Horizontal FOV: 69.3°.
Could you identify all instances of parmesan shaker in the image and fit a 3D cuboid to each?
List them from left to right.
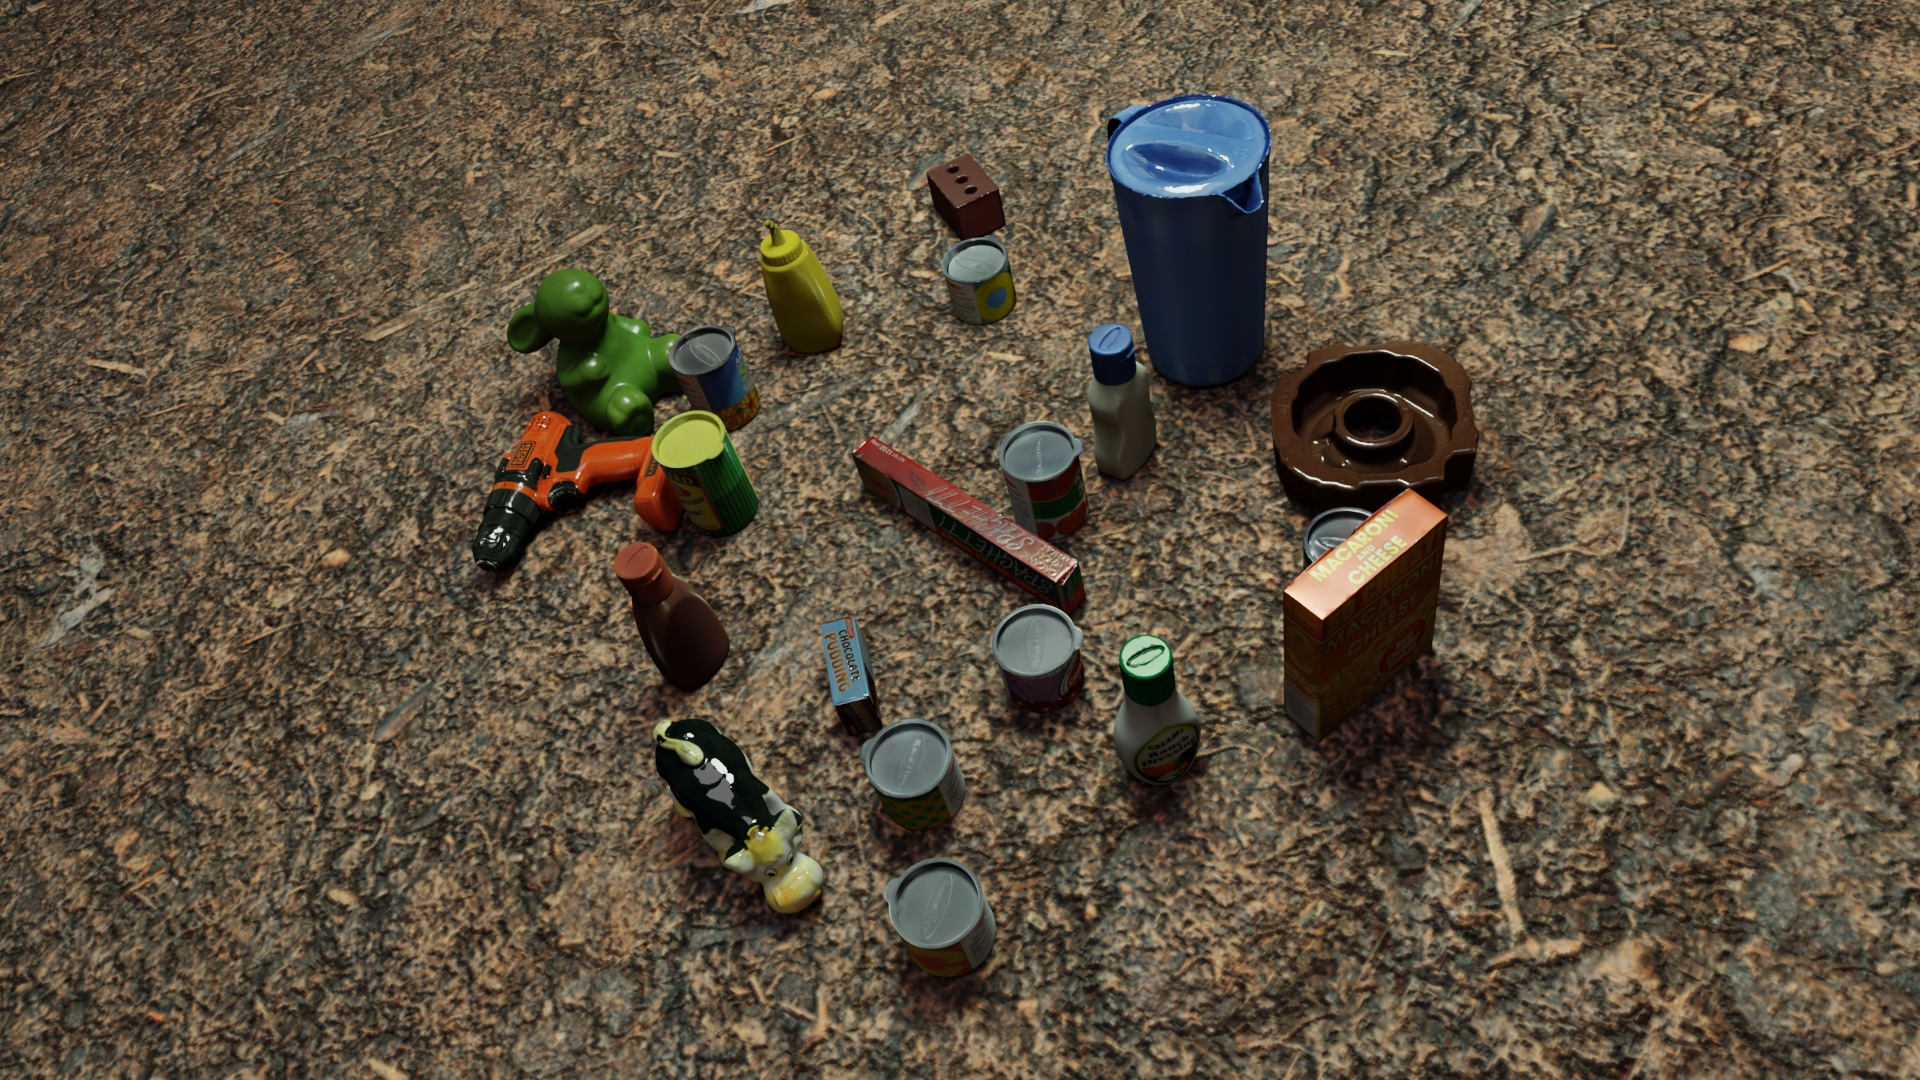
[{"bbox_3d":[-0.226,-0.057,1.248,0.071,0.102,0.072,-7,52,9],"label":"parmesan shaker"}]

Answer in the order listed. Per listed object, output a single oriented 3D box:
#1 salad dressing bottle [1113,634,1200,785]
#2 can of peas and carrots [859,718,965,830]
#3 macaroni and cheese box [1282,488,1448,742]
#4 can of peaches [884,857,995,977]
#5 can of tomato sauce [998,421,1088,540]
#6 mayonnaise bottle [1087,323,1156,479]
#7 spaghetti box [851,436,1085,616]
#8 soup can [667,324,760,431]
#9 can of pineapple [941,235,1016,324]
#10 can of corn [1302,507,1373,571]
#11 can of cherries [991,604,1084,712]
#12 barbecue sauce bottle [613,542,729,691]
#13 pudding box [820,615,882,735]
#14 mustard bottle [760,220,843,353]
[{"bbox_3d":[0.138,0.121,0.991,0.064,0.147,0.044,-25,51,-6],"label":"salad dressing bottle"},{"bbox_3d":[-0.036,0.177,1.047,0.071,0.058,0.071,-7,51,9],"label":"can of peas and carrots"},{"bbox_3d":[0.286,0.056,0.993,0.124,0.165,0.040,-37,53,-15],"label":"macaroni and cheese box"},{"bbox_3d":[-0.014,0.264,0.973,0.071,0.057,0.071,-7,51,9],"label":"can of peaches"},{"bbox_3d":[0.074,-0.050,1.183,0.071,0.082,0.071,-7,51,9],"label":"can of tomato sauce"},{"bbox_3d":[0.135,-0.120,1.180,0.041,0.147,0.065,25,62,29],"label":"mayonnaise bottle"},{"bbox_3d":[0.004,-0.015,1.193,0.250,0.050,0.029,32,66,32],"label":"spaghetti box"},{"bbox_3d":[-0.234,-0.157,1.341,0.071,0.083,0.072,-7,51,9],"label":"soup can"},{"bbox_3d":[0.021,-0.257,1.374,0.071,0.057,0.071,-7,51,9],"label":"can of pineapple"},{"bbox_3d":[0.302,0.019,1.089,0.071,0.058,0.071,-7,51,9],"label":"can of corn"},{"bbox_3d":[0.064,0.093,1.088,0.071,0.058,0.072,-7,51,9],"label":"can of cherries"},{"bbox_3d":[-0.237,0.059,1.130,0.044,0.147,0.065,21,60,27],"label":"barbecue sauce bottle"},{"bbox_3d":[-0.088,0.109,1.119,0.030,0.049,0.084,-16,51,1],"label":"pudding box"},{"bbox_3d":[-0.160,-0.252,1.348,0.065,0.159,0.049,-8,51,8],"label":"mustard bottle"}]
